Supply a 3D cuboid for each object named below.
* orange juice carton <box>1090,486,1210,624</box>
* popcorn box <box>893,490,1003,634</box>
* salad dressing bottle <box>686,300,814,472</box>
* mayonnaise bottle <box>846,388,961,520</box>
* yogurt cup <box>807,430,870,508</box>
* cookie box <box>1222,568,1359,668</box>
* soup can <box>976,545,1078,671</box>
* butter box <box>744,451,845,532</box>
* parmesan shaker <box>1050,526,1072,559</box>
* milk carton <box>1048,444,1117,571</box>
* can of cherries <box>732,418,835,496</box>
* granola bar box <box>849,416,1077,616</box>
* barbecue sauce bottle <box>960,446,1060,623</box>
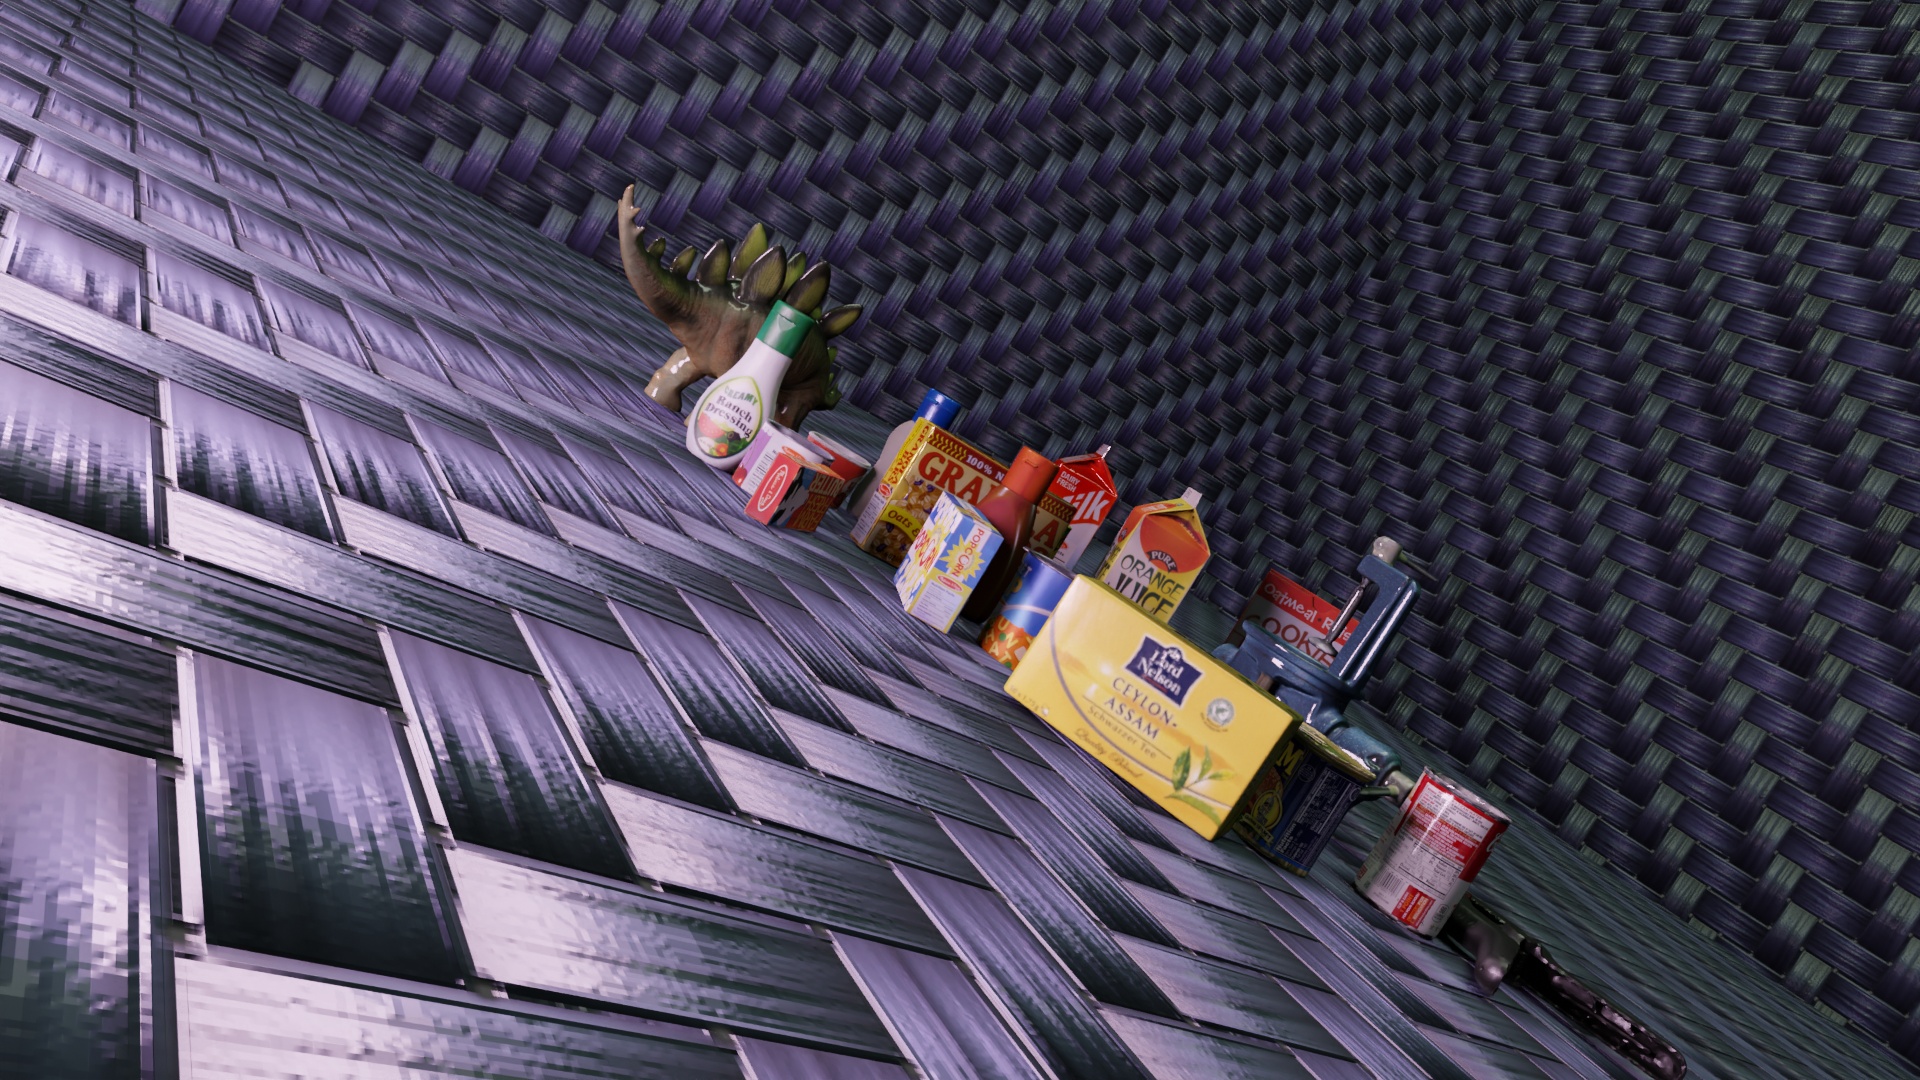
[{"bbox_3d":[0.165,0.036,1.273,0.073,0.192,0.072,31,5,-3],"label":"orange juice carton"},{"bbox_3d":[-0.012,0.014,1.076,0.038,0.085,0.127,30,5,-12],"label":"popcorn box"},{"bbox_3d":[-0.175,-0.130,1.168,0.064,0.147,0.044,31,5,0],"label":"salad dressing bottle"},{"bbox_3d":[-0.051,-0.077,1.362,0.065,0.148,0.041,34,5,28],"label":"mayonnaise bottle"},{"bbox_3d":[-0.128,-0.067,1.340,0.072,0.054,0.072,31,5,-3],"label":"yogurt cup"},{"bbox_3d":[0.321,0.131,1.398,0.123,0.167,0.040,32,5,11],"label":"cookie box"},{"bbox_3d":[0.058,0.057,1.074,0.071,0.083,0.071,31,5,-3],"label":"soup can"},{"bbox_3d":[-0.127,-0.036,1.074,0.024,0.053,0.103,32,5,14],"label":"butter box"},{"bbox_3d":[0.052,0.014,1.328,0.071,0.103,0.071,31,5,-3],"label":"parmesan shaker"},{"bbox_3d":[0.109,-0.022,1.508,0.073,0.190,0.072,31,5,-4],"label":"milk carton"},{"bbox_3d":[-0.146,-0.059,1.153,0.071,0.058,0.071,31,5,-3],"label":"can of cherries"},{"bbox_3d":[0.004,-0.015,1.226,0.165,0.124,0.039,28,5,-27],"label":"granola bar box"},{"bbox_3d":[0.030,-0.007,1.165,0.065,0.148,0.043,33,5,18],"label":"barbecue sauce bottle"}]
